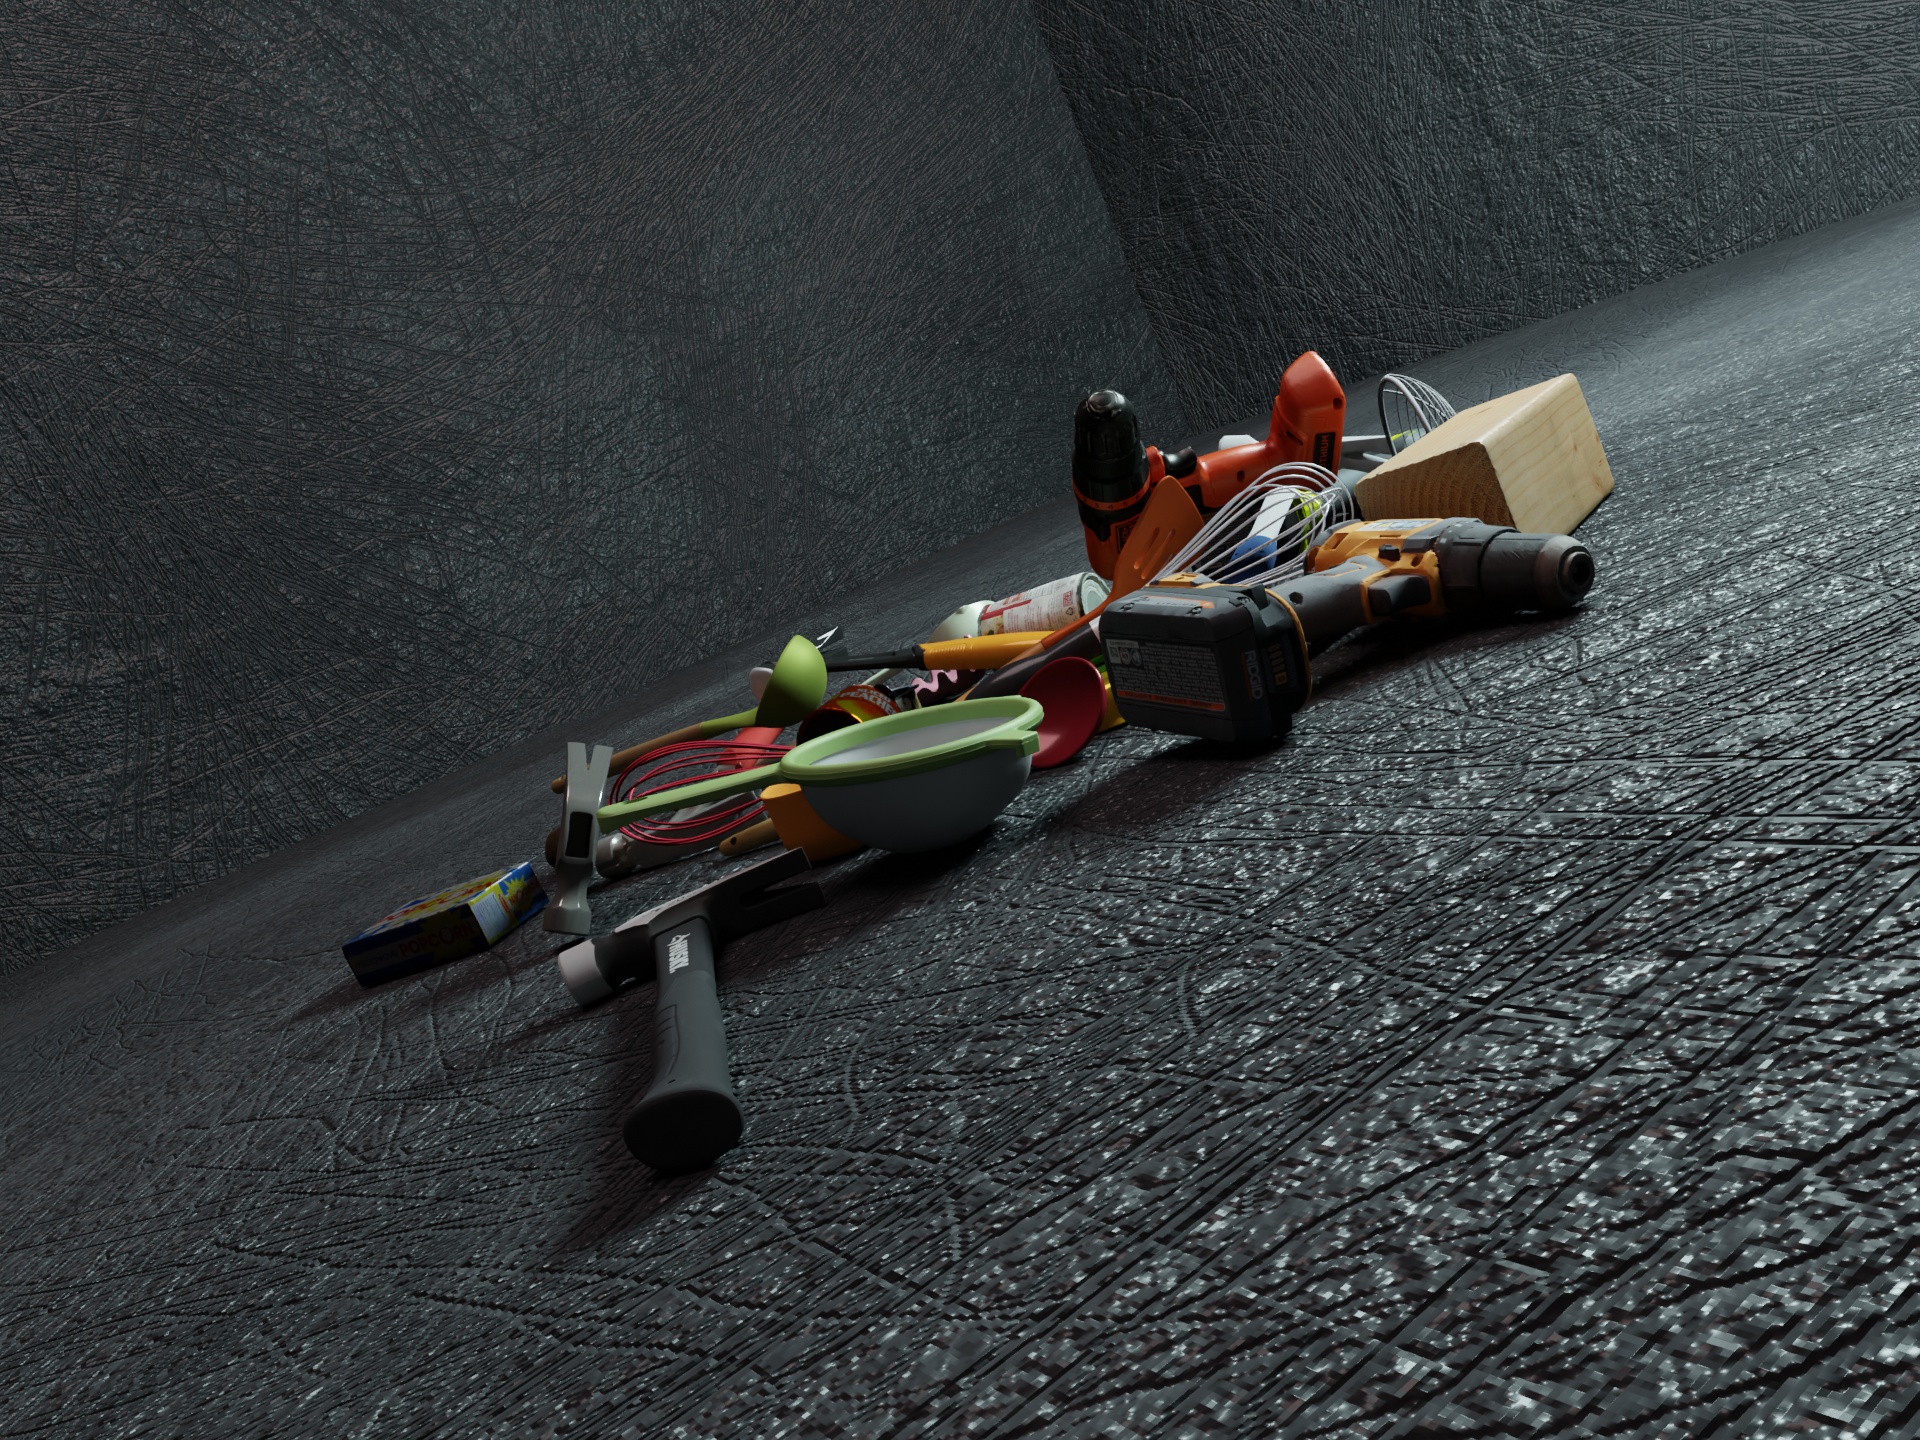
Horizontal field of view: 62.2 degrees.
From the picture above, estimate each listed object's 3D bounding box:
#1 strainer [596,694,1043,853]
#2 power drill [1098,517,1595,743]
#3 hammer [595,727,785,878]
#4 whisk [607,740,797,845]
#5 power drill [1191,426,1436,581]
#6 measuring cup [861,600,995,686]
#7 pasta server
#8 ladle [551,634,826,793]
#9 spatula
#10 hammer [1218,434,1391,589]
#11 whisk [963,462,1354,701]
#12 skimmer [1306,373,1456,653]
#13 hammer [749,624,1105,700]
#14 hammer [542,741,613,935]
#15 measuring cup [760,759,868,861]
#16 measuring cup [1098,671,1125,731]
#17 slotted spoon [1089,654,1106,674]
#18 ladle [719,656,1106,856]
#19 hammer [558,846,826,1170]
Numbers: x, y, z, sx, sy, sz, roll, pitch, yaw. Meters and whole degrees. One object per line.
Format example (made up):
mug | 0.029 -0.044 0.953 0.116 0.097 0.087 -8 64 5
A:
strainer | -0.072 0.049 0.893 0.256 0.069 0.151 -14 9 0
power drill | 0.215 -0.059 0.879 0.226 0.084 0.185 -22 16 -27
hammer | -0.172 0.022 1.329 0.149 0.036 0.359 -20 16 21
whisk | -0.102 0.031 1.119 0.296 0.073 0.073 -13 9 -3
power drill | 0.308 -0.198 1.447 0.228 0.080 0.190 -24 10 -29
measuring cup | -0.026 -0.050 1.463 0.167 0.038 0.083 -31 -21 -12
pasta server | -0.111 0.004 1.402 0.316 0.040 0.060 -24 14 -4
ladle | -0.236 0.006 1.315 0.320 0.062 0.078 -19 27 32
spatula | 0.035 -0.039 1.078 0.322 0.080 0.041 -36 49 7
hammer | 0.229 -0.135 1.181 0.144 0.035 0.406 2 29 21
whisk | 0.123 -0.073 1.024 0.284 0.070 0.070 -31 8 9
skimmer | 0.278 -0.135 1.123 0.090 0.127 0.363 -3 29 40
hammer | -0.009 -0.055 1.309 0.337 0.034 0.127 -2 18 33
hammer | -0.293 0.090 1.193 0.031 0.130 0.331 9 -8 -15
measuring cup | -0.036 0.038 0.993 0.173 0.052 0.095 -19 10 7
measuring cup | 0.051 0.004 1.041 0.156 0.029 0.062 -23 9 3
slotted spoon | -0.002 -0.004 1.218 0.314 0.031 0.070 -21 30 25
ladle | -0.036 0.037 1.043 0.315 0.069 0.031 -23 -32 27
hammer | -0.121 0.128 0.733 0.146 0.035 0.335 -24 10 -7
